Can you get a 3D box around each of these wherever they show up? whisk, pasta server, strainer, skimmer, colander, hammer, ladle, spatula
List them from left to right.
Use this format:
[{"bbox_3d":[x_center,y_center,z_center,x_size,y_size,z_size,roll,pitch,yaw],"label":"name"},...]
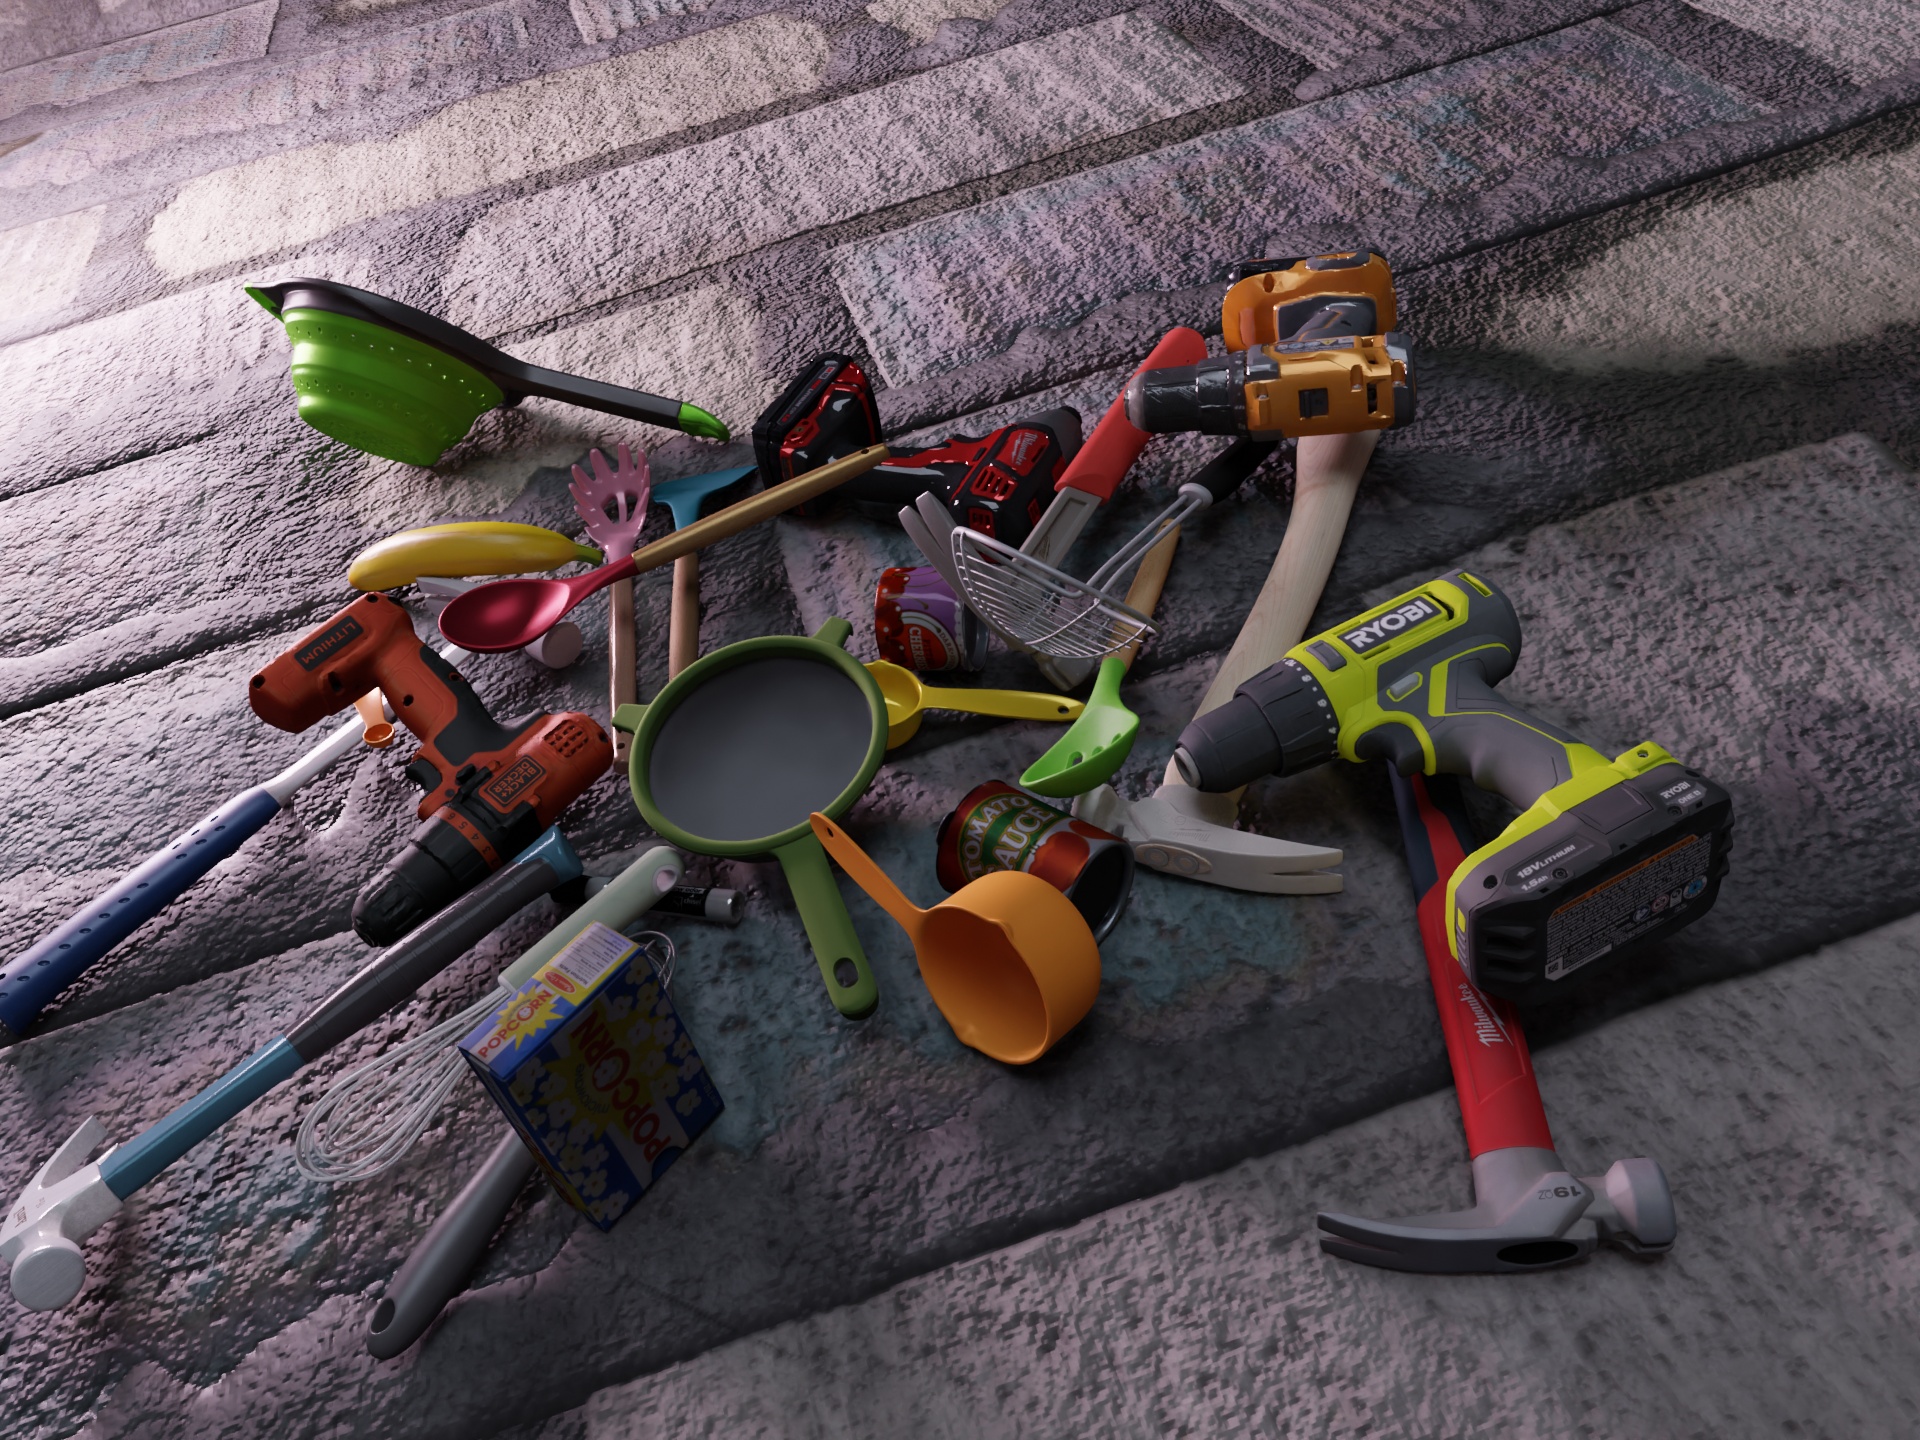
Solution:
[{"bbox_3d":[-0.435,0.041,1.015,0.144,0.035,0.405,24,54,33],"label":"hammer"},{"bbox_3d":[-0.334,0.162,0.826,0.331,0.033,0.128,-38,22,-26],"label":"hammer"},{"bbox_3d":[-0.381,-0.243,1.258,0.397,0.204,0.094,15,83,7],"label":"colander"},{"bbox_3d":[-0.240,0.148,0.832,0.246,0.057,0.059,-41,41,-25],"label":"whisk"},{"bbox_3d":[-0.213,0.201,0.782,0.055,0.055,0.239,14,54,27],"label":"whisk"},{"bbox_3d":[-0.235,-0.084,1.091,0.060,0.040,0.317,-13,45,0],"label":"pasta server"},{"bbox_3d":[-0.191,-0.116,1.052,0.315,0.031,0.069,-25,49,-4],"label":"ladle"},{"bbox_3d":[-0.184,-0.088,1.098,0.082,0.044,0.318,-10,47,4],"label":"spatula"},{"bbox_3d":[-0.090,0.066,0.885,0.151,0.069,0.257,-23,54,-4],"label":"strainer"},{"bbox_3d":[0.088,-0.177,1.063,0.036,0.149,0.359,-30,19,44],"label":"hammer"},{"bbox_3d":[0.123,-0.137,0.971,0.127,0.090,0.363,27,42,21],"label":"skimmer"},{"bbox_3d":[0.203,-0.063,0.962,0.146,0.038,0.411,11,48,22],"label":"hammer"},{"bbox_3d":[0.229,0.087,0.795,0.143,0.038,0.387,-7,43,9],"label":"hammer"}]

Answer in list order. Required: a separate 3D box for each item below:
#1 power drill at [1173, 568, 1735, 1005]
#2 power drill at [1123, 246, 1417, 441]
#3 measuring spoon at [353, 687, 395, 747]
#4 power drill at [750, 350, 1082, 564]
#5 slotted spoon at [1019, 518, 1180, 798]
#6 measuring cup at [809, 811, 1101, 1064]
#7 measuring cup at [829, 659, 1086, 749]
[{"bbox_3d":[0.232,0.027,0.775,0.190,0.080,0.229,-26,40,-10],"label":"power drill"},{"bbox_3d":[0.215,-0.253,1.094,0.185,0.084,0.226,-2,31,15],"label":"power drill"},{"bbox_3d":[-0.383,-0.014,1.028,0.021,0.011,0.117,-21,40,-18],"label":"measuring spoon"},{"bbox_3d":[-0.024,-0.189,1.127,0.220,0.078,0.143,16,51,24],"label":"power drill"},{"bbox_3d":[0.098,-0.045,0.940,0.070,0.031,0.314,-23,23,31],"label":"slotted spoon"},{"bbox_3d":[-0.002,0.092,0.795,0.052,0.095,0.174,-29,58,-37],"label":"measuring cup"},{"bbox_3d":[-0.002,-0.003,0.966,0.156,0.029,0.062,4,45,2],"label":"measuring cup"}]
